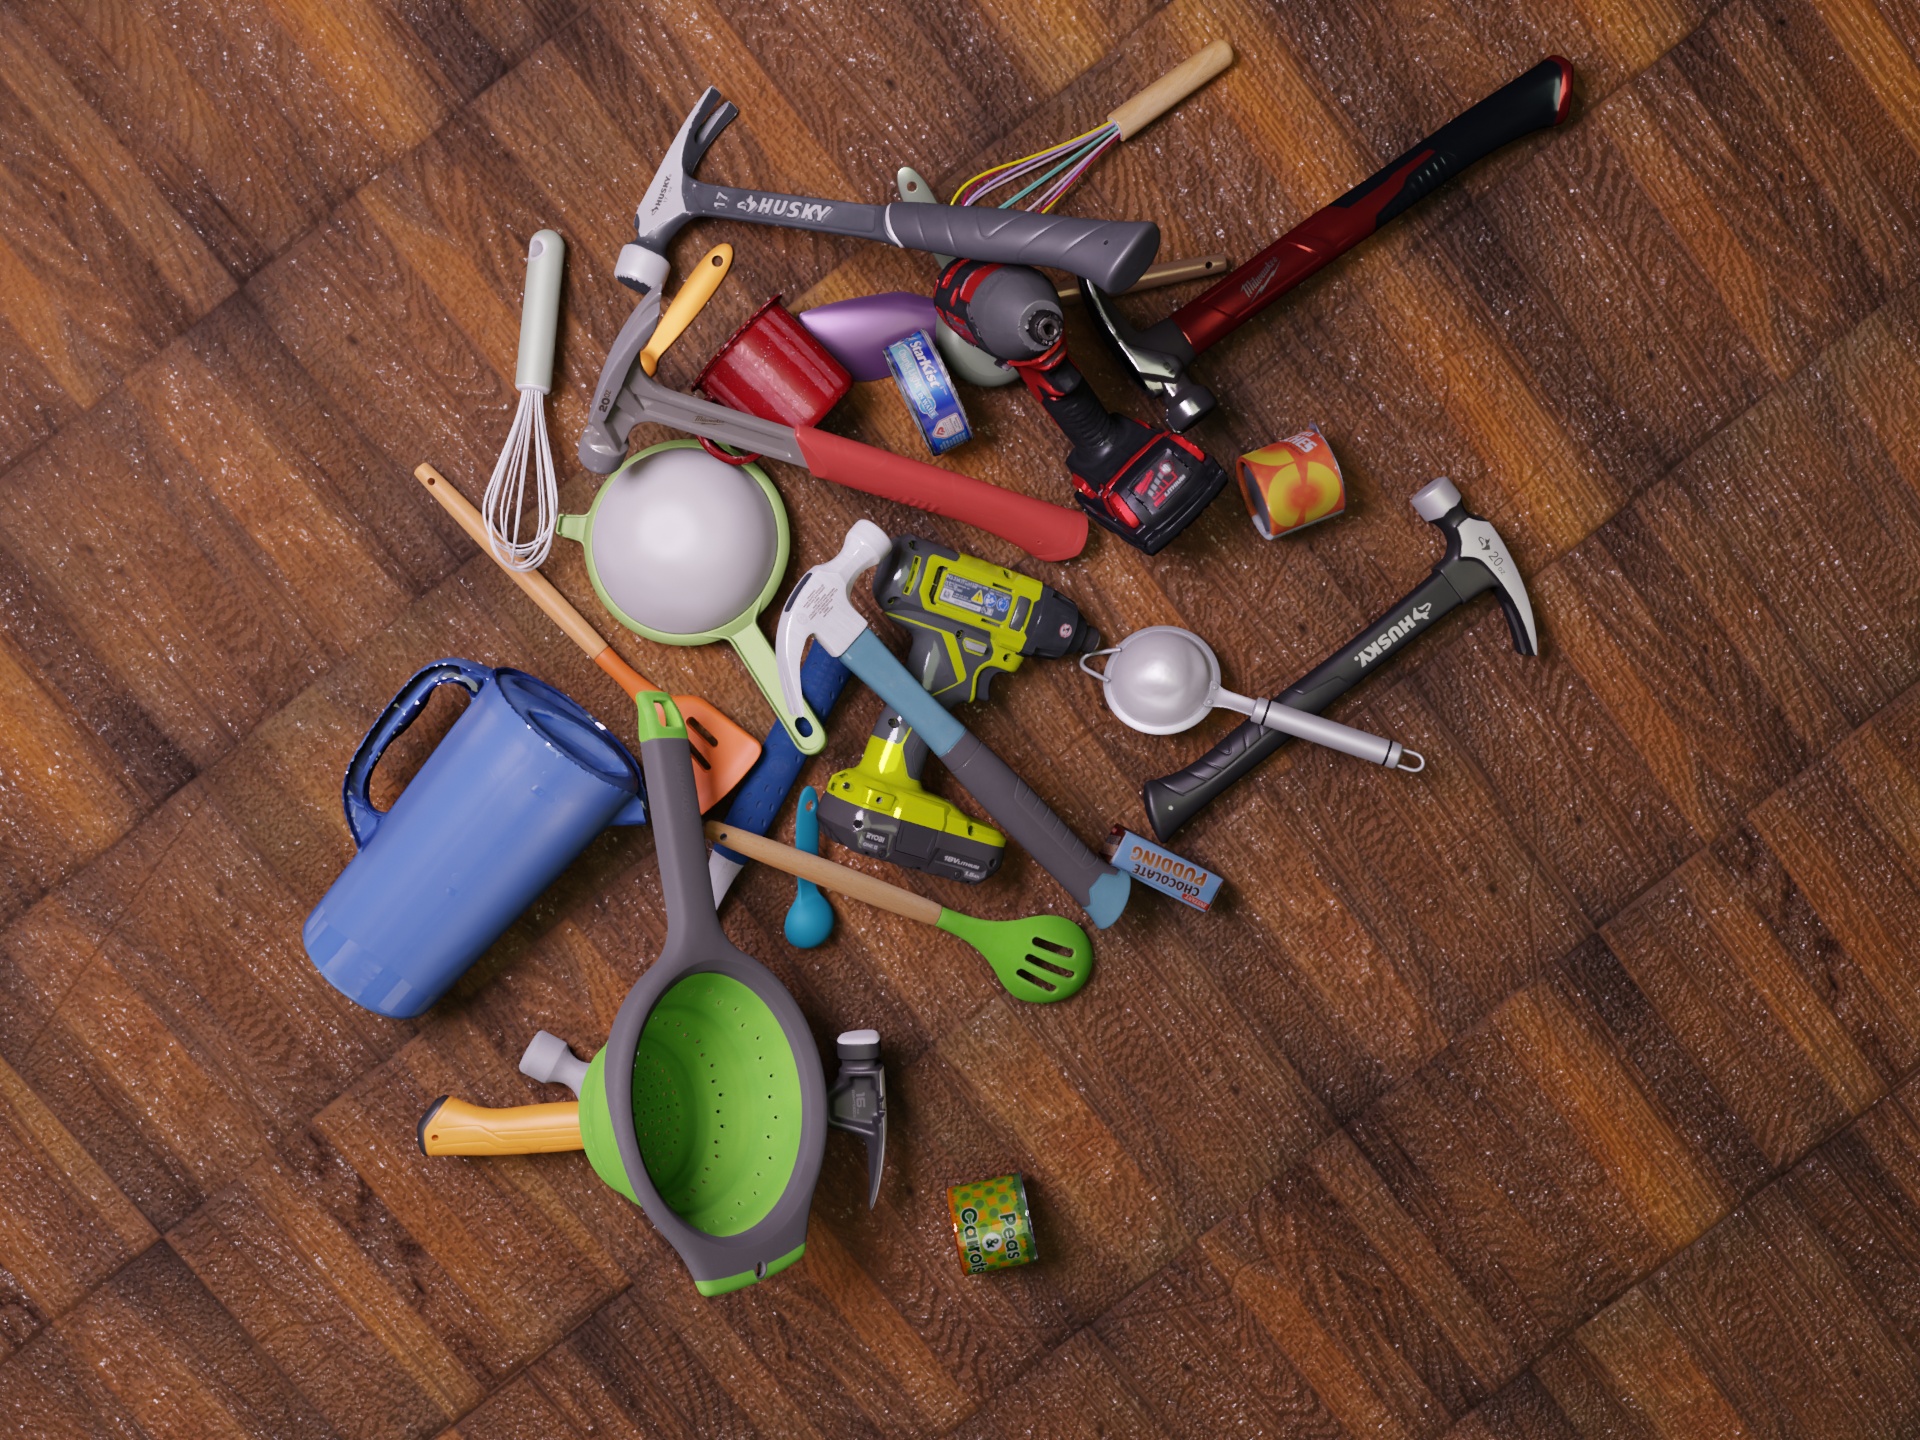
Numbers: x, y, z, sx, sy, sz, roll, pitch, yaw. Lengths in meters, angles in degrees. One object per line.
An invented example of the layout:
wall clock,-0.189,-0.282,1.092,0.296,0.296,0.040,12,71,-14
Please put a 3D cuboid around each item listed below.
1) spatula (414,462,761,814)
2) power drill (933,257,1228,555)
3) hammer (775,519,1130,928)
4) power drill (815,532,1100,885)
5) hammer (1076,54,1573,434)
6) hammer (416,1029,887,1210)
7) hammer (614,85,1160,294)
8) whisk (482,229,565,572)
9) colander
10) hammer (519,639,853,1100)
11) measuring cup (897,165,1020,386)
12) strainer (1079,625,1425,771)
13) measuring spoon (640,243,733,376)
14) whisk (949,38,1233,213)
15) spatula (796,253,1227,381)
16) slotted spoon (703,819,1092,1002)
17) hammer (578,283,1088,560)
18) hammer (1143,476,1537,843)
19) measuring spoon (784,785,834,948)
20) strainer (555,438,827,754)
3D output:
spatula,-0.279,-0.066,1.153,0.081,0.041,0.322,-44,95,4
power drill,0.079,-0.219,1.074,0.078,0.143,0.219,-45,121,1
hammer,0.004,0.023,1.095,0.330,0.033,0.128,45,78,-17
power drill,-0.002,-0.004,1.147,0.171,0.080,0.223,18,92,-21
hammer,0.269,-0.370,1.138,0.386,0.038,0.143,-35,87,-4
hammer,-0.222,0.297,1.155,0.337,0.034,0.127,-3,94,-2
hammer,-0.054,-0.328,1.034,0.409,0.036,0.149,18,86,32
whisk,-0.303,-0.227,1.129,0.058,0.059,0.246,3,86,32
colander,-0.202,0.181,1.081,0.094,0.204,0.397,-16,80,31
hammer,-0.171,0.113,1.176,0.144,0.035,0.405,28,93,-4
measuring cup,0.001,-0.309,1.114,0.083,0.038,0.167,-28,120,7
strainer,0.210,-0.012,1.149,0.258,0.050,0.087,19,73,8
measuring spoon,-0.201,-0.297,1.149,0.021,0.011,0.117,36,93,-5
whisk,0.092,-0.415,1.138,0.245,0.051,0.047,-36,90,-2
spatula,0.039,-0.300,1.157,0.316,0.018,0.059,-12,106,-1
slotted spoon,-0.041,0.136,1.162,0.313,0.031,0.070,23,96,-13
hammer,-0.068,-0.180,1.084,0.358,0.149,0.037,14,52,-24
hammer,0.274,-0.022,1.185,0.335,0.035,0.146,-39,95,1
measuring spoon,-0.107,0.110,1.164,0.042,0.021,0.128,-16,116,-42
strainer,-0.172,-0.086,1.122,0.151,0.069,0.256,-33,85,1
